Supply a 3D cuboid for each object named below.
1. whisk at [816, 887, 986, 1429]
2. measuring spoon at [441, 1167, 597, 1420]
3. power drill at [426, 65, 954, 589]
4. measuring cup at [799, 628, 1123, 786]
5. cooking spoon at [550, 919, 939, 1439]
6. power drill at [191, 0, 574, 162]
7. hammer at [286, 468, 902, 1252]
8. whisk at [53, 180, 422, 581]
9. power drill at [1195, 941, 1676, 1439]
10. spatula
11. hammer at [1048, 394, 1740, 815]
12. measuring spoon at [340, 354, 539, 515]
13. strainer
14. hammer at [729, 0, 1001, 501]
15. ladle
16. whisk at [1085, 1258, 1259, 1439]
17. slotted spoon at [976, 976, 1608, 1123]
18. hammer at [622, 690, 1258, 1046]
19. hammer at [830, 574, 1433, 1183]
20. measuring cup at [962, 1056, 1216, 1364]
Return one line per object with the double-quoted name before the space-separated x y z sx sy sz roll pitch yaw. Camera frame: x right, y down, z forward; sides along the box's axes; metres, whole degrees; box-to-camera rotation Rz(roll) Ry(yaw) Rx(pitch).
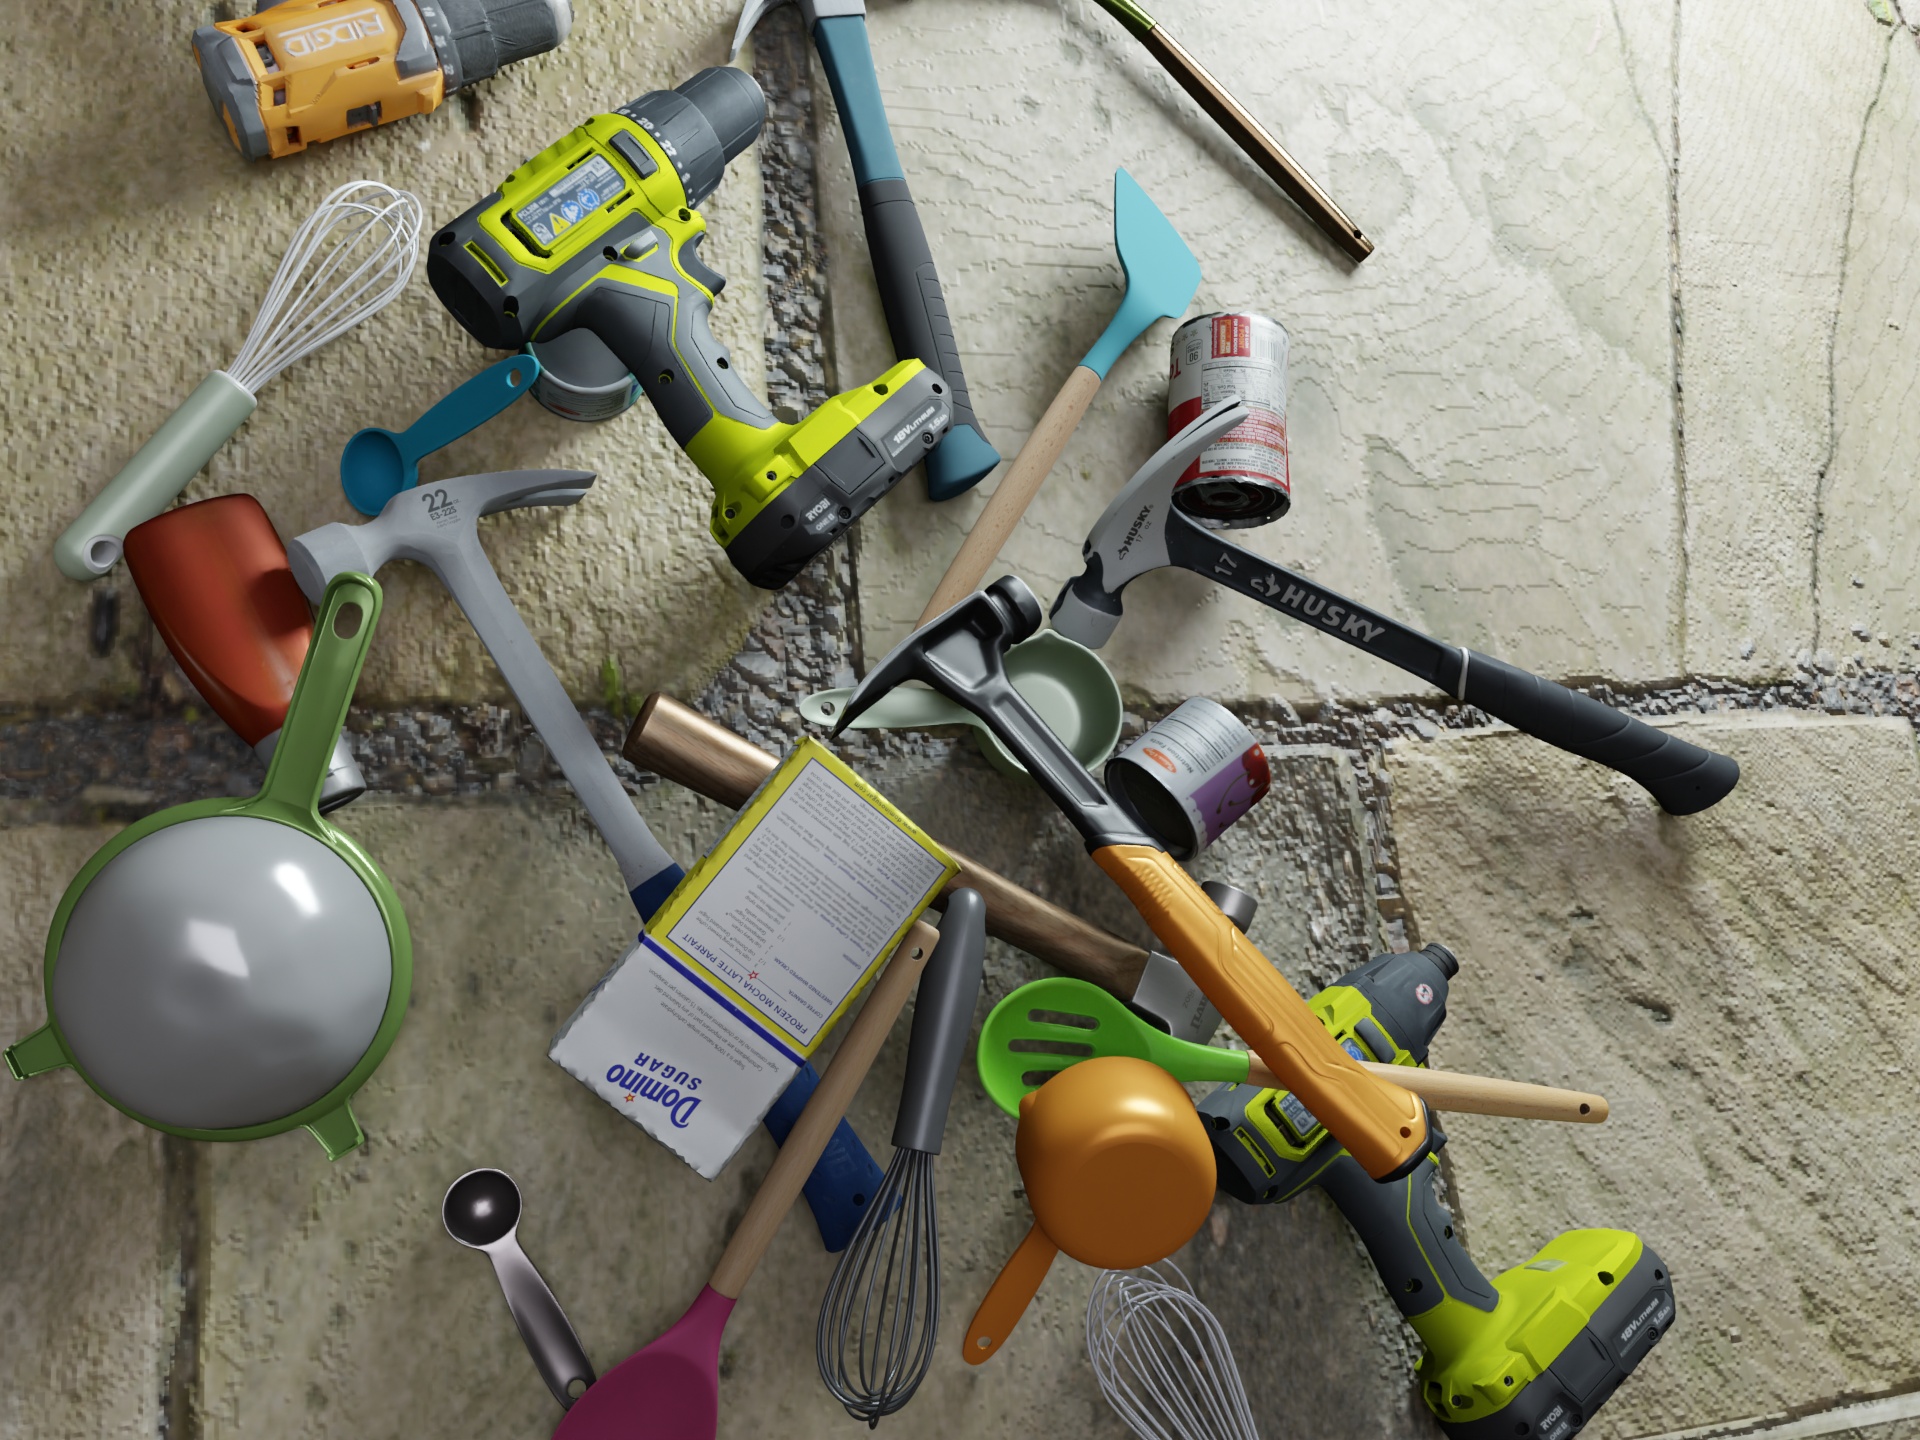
"whisk" -0.019 0.192 0.718 0.055 0.055 0.239 15 75 -12
"measuring spoon" -0.194 0.257 0.712 0.034 0.018 0.124 -27 92 -20
"power drill" -0.114 -0.197 0.777 0.228 0.080 0.190 47 67 -7
"measuring cup" -0.001 -0.003 0.814 0.167 0.038 0.083 0 77 -14
"cooking spoon" -0.093 0.231 0.709 0.068 0.017 0.319 30 85 -5
"power drill" -0.319 -0.409 0.801 0.185 0.084 0.226 -26 89 -20
"hammer" -0.146 0.062 0.750 0.144 0.035 0.405 -31 89 -32
"whisk" -0.341 -0.164 0.756 0.059 0.057 0.246 25 71 28
"power drill" 0.244 0.237 0.805 0.171 0.080 0.223 -37 85 -19
"spatula" 0.050 -0.163 0.853 0.082 0.044 0.317 42 70 -30
"hammer" 0.259 -0.038 0.868 0.408 0.036 0.149 22 115 -16
"measuring spoon" -0.241 -0.137 0.751 0.128 0.021 0.042 -26 84 23
"strainer" -0.296 0.059 0.665 0.151 0.069 0.256 18 89 -9
"hammer" -0.038 -0.279 0.871 0.128 0.033 0.331 -12 81 -19
"ladle" 0.134 -0.393 0.936 0.320 0.062 0.078 44 72 -5
"whisk" 0.142 0.381 0.755 0.070 0.070 0.284 -31 91 -20
"slotted spoon" 0.160 0.171 0.761 0.313 0.031 0.070 8 85 -6
"hammer" -0.010 0.079 0.772 0.331 0.031 0.130 28 75 -16
"hammer" 0.088 0.083 0.744 0.127 0.034 0.337 -36 79 -32
"measuring cup" 0.050 0.238 0.724 0.095 0.052 0.173 28 99 -14
